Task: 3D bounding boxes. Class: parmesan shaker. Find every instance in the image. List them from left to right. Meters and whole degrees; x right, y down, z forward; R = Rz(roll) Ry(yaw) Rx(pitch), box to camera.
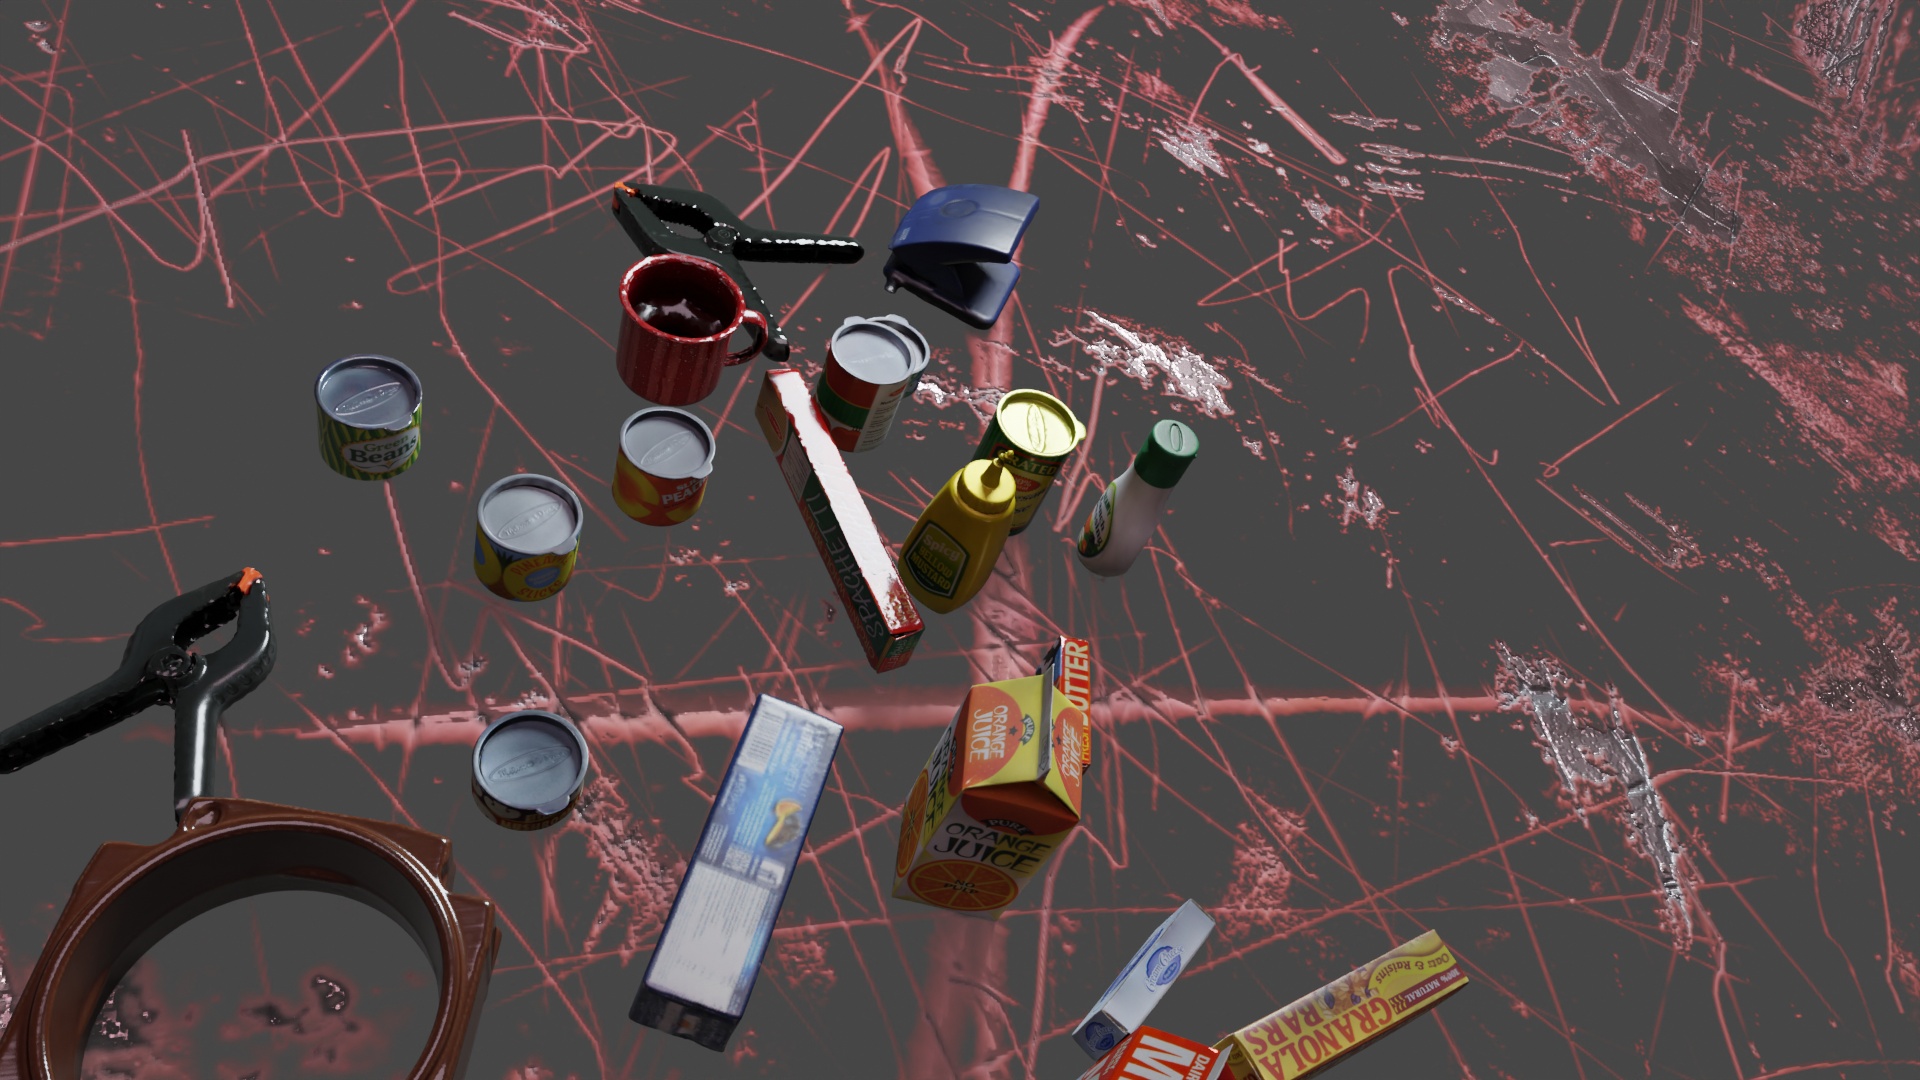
[{"bbox_3d":[0.045,-0.057,1.068,0.071,0.102,0.072,11,50,-14],"label":"parmesan shaker"}]

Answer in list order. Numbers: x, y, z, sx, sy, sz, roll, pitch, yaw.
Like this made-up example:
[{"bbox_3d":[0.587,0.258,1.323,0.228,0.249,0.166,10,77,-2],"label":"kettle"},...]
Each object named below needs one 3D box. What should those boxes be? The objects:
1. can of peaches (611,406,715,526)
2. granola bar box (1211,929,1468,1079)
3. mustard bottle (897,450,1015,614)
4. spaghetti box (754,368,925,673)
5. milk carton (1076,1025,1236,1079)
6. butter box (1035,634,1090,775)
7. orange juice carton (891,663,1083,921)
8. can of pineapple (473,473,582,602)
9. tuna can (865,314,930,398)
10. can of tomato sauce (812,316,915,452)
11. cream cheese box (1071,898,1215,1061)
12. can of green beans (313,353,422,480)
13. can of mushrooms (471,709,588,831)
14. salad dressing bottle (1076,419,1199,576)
[{"bbox_3d":[-0.211,-0.051,0.990,0.071,0.057,0.071,11,50,-14],"label":"can of peaches"},{"bbox_3d":[0.207,0.301,0.833,0.166,0.123,0.039,-14,60,-30],"label":"granola bar box"},{"bbox_3d":[0.003,-0.012,0.977,0.065,0.159,0.049,40,49,11],"label":"mustard bottle"},{"bbox_3d":[-0.092,-0.019,1.018,0.029,0.050,0.251,-11,58,-29],"label":"spaghetti box"},{"bbox_3d":[0.087,0.319,0.725,0.073,0.189,0.073,37,49,9],"label":"milk carton"},{"bbox_3d":[0.071,0.123,0.968,0.024,0.052,0.104,13,49,-12],"label":"butter box"},{"bbox_3d":[0.021,0.152,0.831,0.073,0.191,0.072,16,49,-10],"label":"orange juice carton"},{"bbox_3d":[-0.286,0.000,0.919,0.071,0.057,0.071,11,50,-14],"label":"can of pineapple"},{"bbox_3d":[-0.061,-0.152,1.149,0.071,0.032,0.071,11,50,-14],"label":"tuna can"},{"bbox_3d":[-0.079,-0.120,1.082,0.071,0.082,0.071,11,50,-14],"label":"can of tomato sauce"},{"bbox_3d":[0.115,0.273,0.864,0.024,0.053,0.104,42,50,13],"label":"cream cheese box"},{"bbox_3d":[-0.400,-0.082,0.939,0.071,0.057,0.071,11,50,-14],"label":"can of green beans"},{"bbox_3d":[-0.258,0.140,0.834,0.071,0.033,0.071,11,50,-14],"label":"can of mushrooms"},{"bbox_3d":[0.134,-0.031,1.054,0.044,0.146,0.064,14,49,-11],"label":"salad dressing bottle"}]
